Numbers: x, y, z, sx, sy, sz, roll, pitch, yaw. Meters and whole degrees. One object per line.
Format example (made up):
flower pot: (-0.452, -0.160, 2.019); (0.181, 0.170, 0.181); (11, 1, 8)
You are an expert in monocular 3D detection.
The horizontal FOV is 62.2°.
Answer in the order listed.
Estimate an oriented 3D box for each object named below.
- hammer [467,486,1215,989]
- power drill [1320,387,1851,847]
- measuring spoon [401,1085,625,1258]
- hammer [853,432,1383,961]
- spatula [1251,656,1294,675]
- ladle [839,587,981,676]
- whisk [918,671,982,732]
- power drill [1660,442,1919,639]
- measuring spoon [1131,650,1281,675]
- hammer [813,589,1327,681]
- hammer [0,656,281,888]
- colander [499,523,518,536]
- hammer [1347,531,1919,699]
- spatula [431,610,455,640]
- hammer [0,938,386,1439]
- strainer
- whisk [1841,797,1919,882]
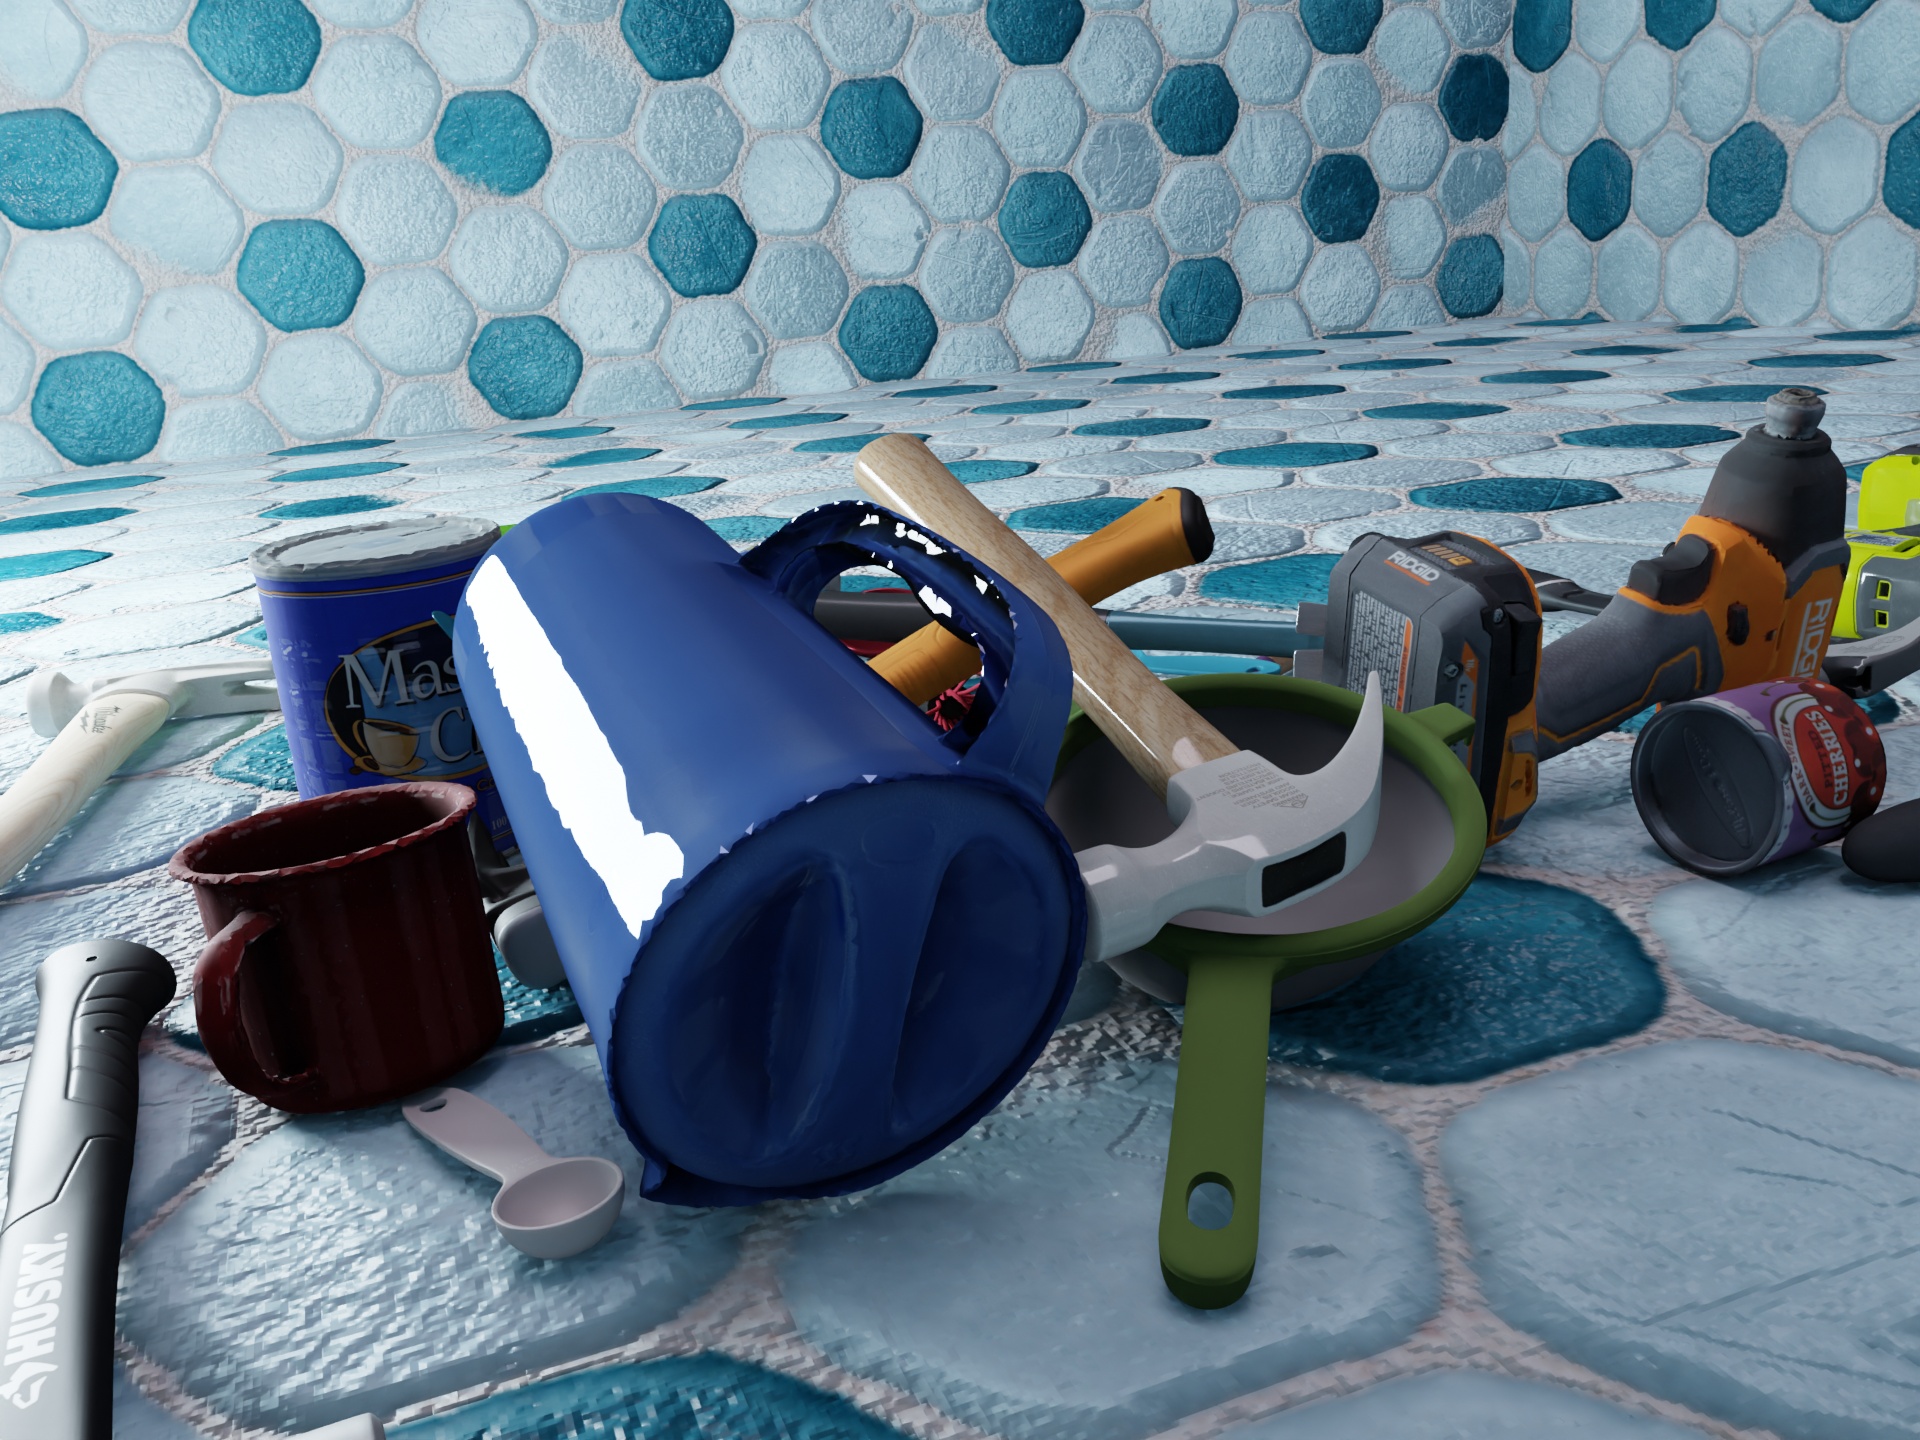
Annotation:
hammer: (-0.042, -0.009, 0.648); (0.337, 0.034, 0.127); (-30, 24, -14)
power drill: (0.260, -0.041, 0.641); (0.226, 0.164, 0.084); (-13, 30, -20)
measuring spoon: (-0.131, 0.127, 0.452); (0.034, 0.018, 0.124); (-19, 16, -35)
hammer: (0.034, -0.037, 0.578); (0.130, 0.031, 0.332); (-16, 35, -16)
spatula: (0.183, -0.036, 0.885); (0.060, 0.018, 0.316); (3, 19, 37)
ladle: (0.018, -0.032, 0.884); (0.069, 0.031, 0.316); (-29, 26, -24)
whisk: (-0.001, -0.002, 0.759); (0.073, 0.073, 0.296); (-8, 12, -11)
power drill: (0.538, -0.102, 0.922); (0.223, 0.080, 0.171); (-18, 22, -29)
measuring spoon: (0.112, -0.021, 0.830); (0.129, 0.021, 0.042); (4, 28, 43)
hammer: (0.059, -0.044, 0.759); (0.331, 0.033, 0.128); (4, 4, 18)
hammer: (-0.434, 0.038, 0.768); (0.146, 0.038, 0.411); (-6, 18, -10)
colander: (-0.202, -0.056, 0.912); (0.397, 0.094, 0.204); (8, 21, 36)
hammer: (0.360, -0.072, 0.917); (0.149, 0.036, 0.409); (-17, 19, -18)
spatula: (-0.144, -0.038, 0.753); (0.044, 0.082, 0.317); (-43, 0, 22)
hammer: (-0.243, 0.131, 0.421); (0.146, 0.035, 0.335); (-11, 18, -23)
strainer: (0.084, 0.080, 0.488); (0.151, 0.069, 0.257); (3, 36, 11)
whisk: (0.456, 0.020, 0.581); (0.284, 0.070, 0.070); (-11, 18, -5)
